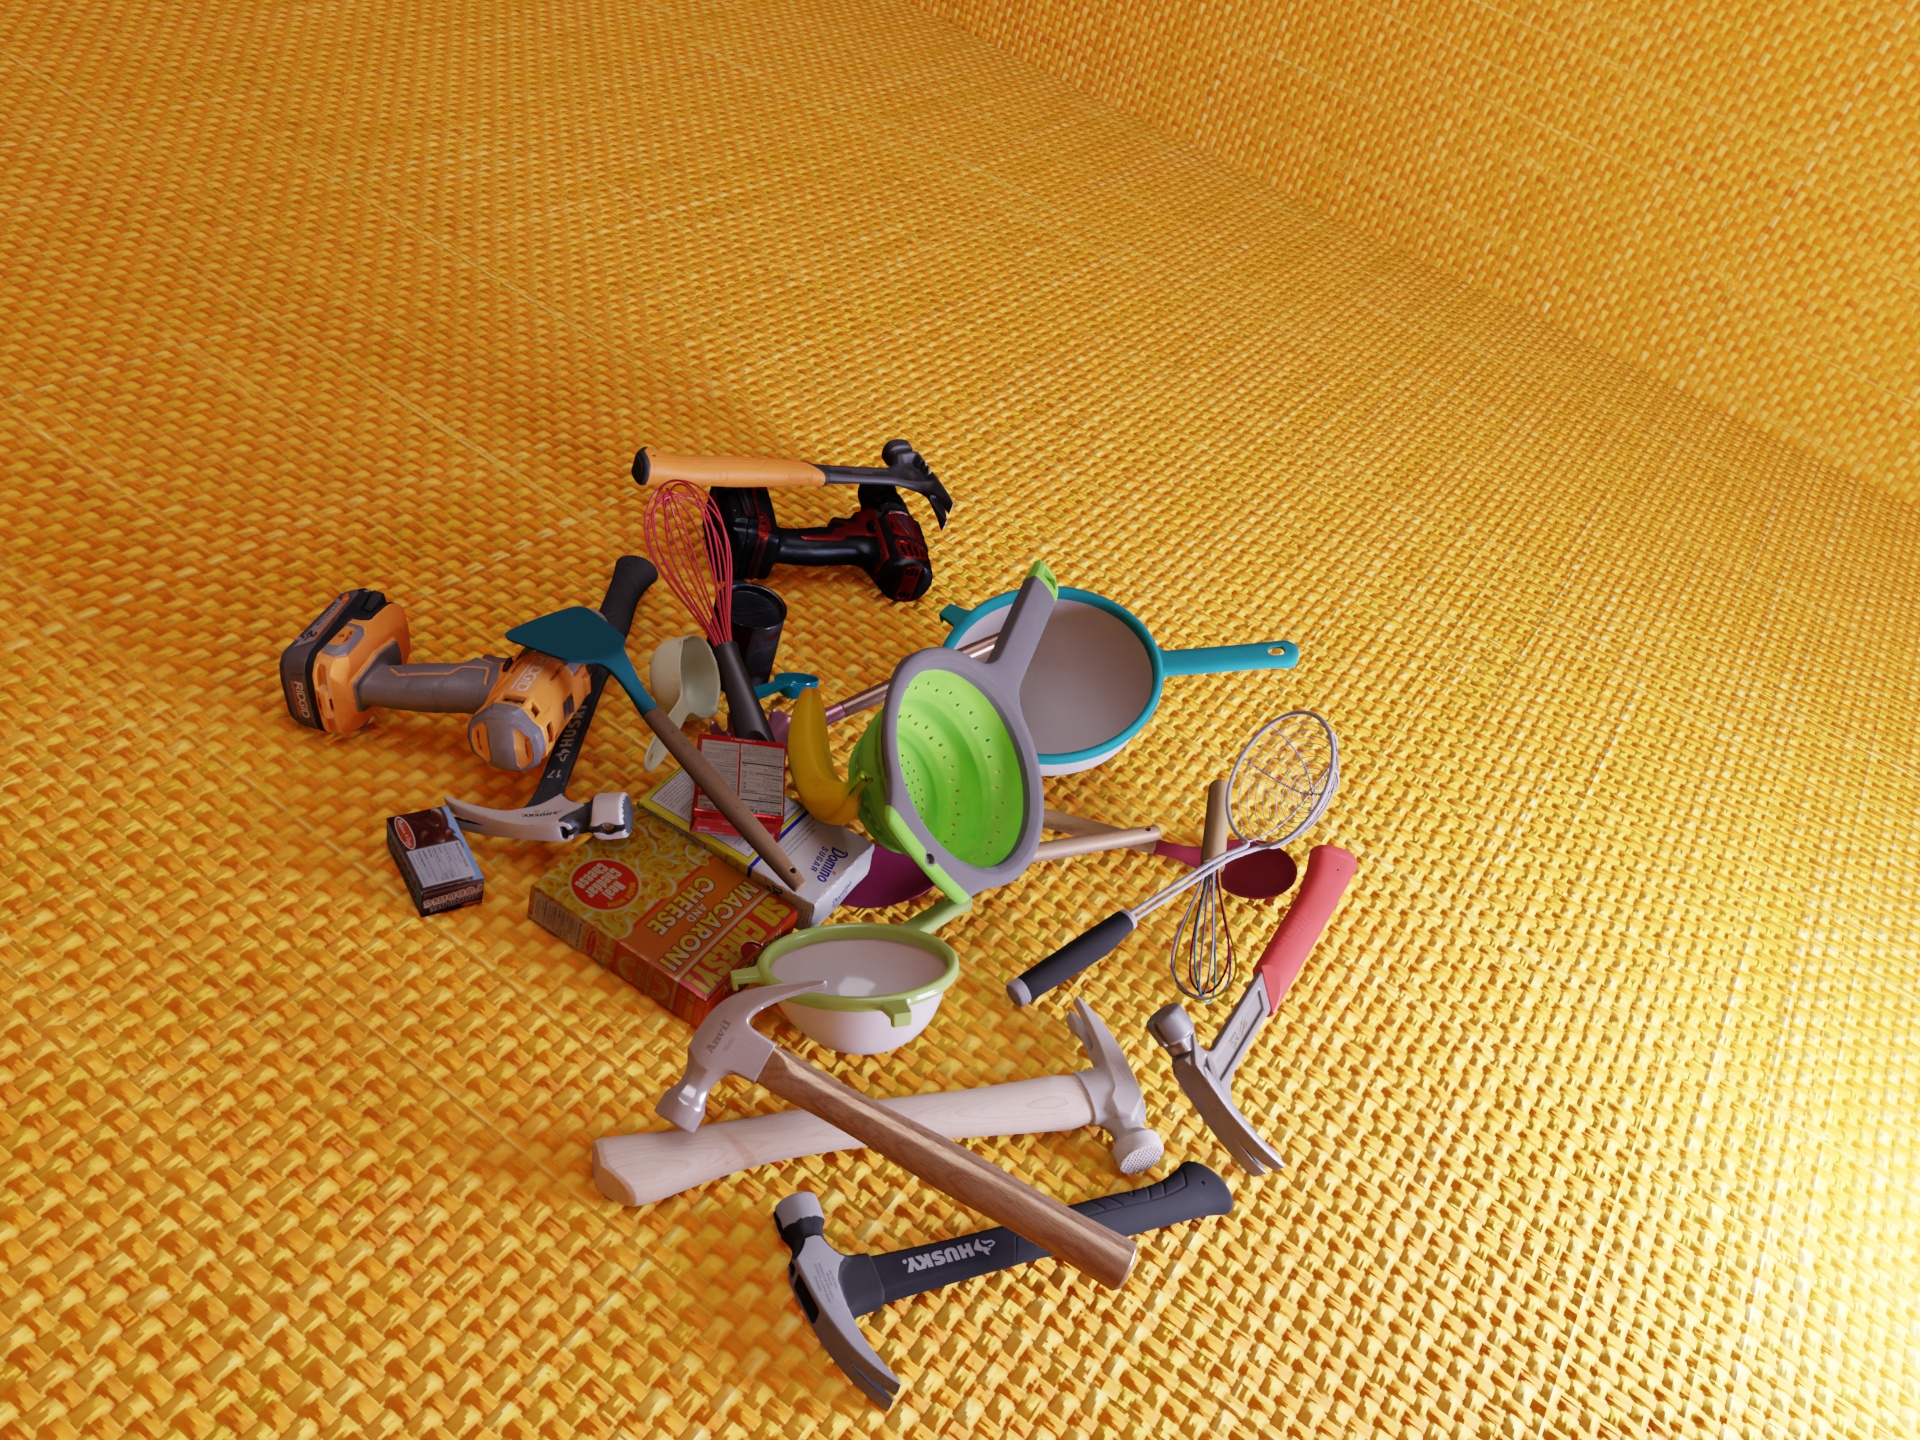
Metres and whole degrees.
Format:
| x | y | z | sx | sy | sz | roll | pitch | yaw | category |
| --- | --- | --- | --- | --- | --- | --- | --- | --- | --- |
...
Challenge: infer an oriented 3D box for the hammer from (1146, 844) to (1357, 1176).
| x | y | z | sx | sy | sz | roll | pitch | yaw | category |
| --- | --- | --- | --- | --- | --- | --- | --- | --- | --- |
| 0.271 | 0.214 | 1.333 | 0.149 | 0.036 | 0.359 | 54 | 39 | -4 | hammer |

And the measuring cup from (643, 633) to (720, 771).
| x | y | z | sx | sy | sz | roll | pitch | yaw | category |
| --- | --- | --- | --- | --- | --- | --- | --- | --- | --- |
| -0.256 | -0.009 | 1.379 | 0.038 | 0.083 | 0.168 | -7 | 35 | 19 | measuring cup |

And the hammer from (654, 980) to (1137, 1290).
| x | y | z | sx | sy | sz | roll | pitch | yaw | category |
| --- | --- | --- | --- | --- | --- | --- | --- | --- | --- |
| -0.031 | 0.285 | 1.073 | 0.331 | 0.031 | 0.130 | 29 | 74 | 1 | hammer |

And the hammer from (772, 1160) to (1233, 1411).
| x | y | z | sx | sy | sz | roll | pitch | yaw | category |
| --- | --- | --- | --- | --- | --- | --- | --- | --- | --- |
| 0.048 | 0.364 | 1.099 | 0.334 | 0.035 | 0.146 | -5 | 44 | -28 | hammer |

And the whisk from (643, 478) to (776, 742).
| x | y | z | sx | sy | sz | roll | pitch | yaw | category |
| --- | --- | --- | --- | --- | --- | --- | --- | --- | --- |
| -0.212 | -0.081 | 1.387 | 0.073 | 0.073 | 0.296 | -10 | 71 | -33 | whisk |

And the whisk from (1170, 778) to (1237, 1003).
| x | y | z | sx | sy | sz | roll | pitch | yaw | category |
| --- | --- | --- | --- | --- | --- | --- | --- | --- | --- |
| 0.223 | 0.146 | 1.396 | 0.051 | 0.047 | 0.245 | 45 | 39 | -28 | whisk |

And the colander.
| x | y | z | sx | sy | sz | roll | pitch | yaw | category |
| --- | --- | --- | --- | --- | --- | --- | --- | --- | --- |
| -0.002 | -0.004 | 1.383 | 0.204 | 0.094 | 0.397 | 51 | 39 | -24 | colander |

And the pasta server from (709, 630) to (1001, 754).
| x | y | z | sx | sy | sz | roll | pitch | yaw | category |
| --- | --- | --- | --- | --- | --- | --- | --- | --- | --- |
| -0.082 | -0.024 | 1.431 | 0.316 | 0.040 | 0.060 | -24 | 66 | -19 | pasta server |

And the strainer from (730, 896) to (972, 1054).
| x | y | z | sx | sy | sz | roll | pitch | yaw | category |
| --- | --- | --- | --- | --- | --- | --- | --- | --- | --- |
| -0.054 | 0.198 | 1.237 | 0.151 | 0.069 | 0.256 | 8 | 14 | 25 | strainer |

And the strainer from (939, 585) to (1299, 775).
| x | y | z | sx | sy | sz | roll | pitch | yaw | category |
| --- | --- | --- | --- | --- | --- | --- | --- | --- | --- |
| 0.147 | -0.027 | 1.510 | 0.340 | 0.095 | 0.211 | -5 | 52 | -2 | strainer |

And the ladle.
| x | y | z | sx | sy | sz | roll | pitch | yaw | category |
| --- | --- | --- | --- | --- | --- | --- | --- | --- | --- |
| 0.152 | 0.109 | 1.451 | 0.315 | 0.031 | 0.069 | 14 | 46 | -4 | ladle |

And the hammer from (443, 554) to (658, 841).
| x | y | z | sx | sy | sz | roll | pitch | yaw | category |
| --- | --- | --- | --- | --- | --- | --- | --- | --- | --- |
| -0.326 | -0.031 | 1.386 | 0.149 | 0.036 | 0.409 | -3 | 35 | 4 | hammer |

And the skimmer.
| x | y | z | sx | sy | sz | roll | pitch | yaw | category |
| --- | --- | --- | --- | --- | --- | --- | --- | --- | --- |
| 0.176 | 0.112 | 1.338 | 0.363 | 0.090 | 0.127 | -30 | 18 | -23 | skimmer |

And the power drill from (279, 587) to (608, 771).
| x | y | z | sx | sy | sz | roll | pitch | yaw | category |
| --- | --- | --- | --- | --- | --- | --- | --- | --- | --- |
| -0.414 | -0.047 | 1.316 | 0.226 | 0.084 | 0.185 | 10 | 38 | 8 | power drill |

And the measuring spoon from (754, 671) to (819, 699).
| x | y | z | sx | sy | sz | roll | pitch | yaw | category |
| --- | --- | --- | --- | --- | --- | --- | --- | --- | --- |
| -0.172 | -0.021 | 1.446 | 0.042 | 0.021 | 0.128 | 12 | 18 | 23 | measuring spoon |

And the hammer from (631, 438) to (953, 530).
| x | y | z | sx | sy | sz | roll | pitch | yaw | category |
| --- | --- | --- | --- | --- | --- | --- | --- | --- | --- |
| -0.168 | -0.244 | 1.602 | 0.336 | 0.034 | 0.127 | -4 | 44 | -35 | hammer |

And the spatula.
| x | y | z | sx | sy | sz | roll | pitch | yaw | category |
| --- | --- | --- | --- | --- | --- | --- | --- | --- | --- |
| -0.230 | 0.019 | 1.255 | 0.317 | 0.044 | 0.082 | 48 | 42 | 11 | spatula |

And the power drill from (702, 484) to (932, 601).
| x | y | z | sx | sy | sz | roll | pitch | yaw | category |
| --- | --- | --- | --- | --- | --- | --- | --- | --- | --- |
| -0.148 | -0.207 | 1.658 | 0.226 | 0.080 | 0.188 | 5 | 41 | -22 | power drill |

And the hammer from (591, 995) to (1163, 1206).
| x | y | z | sx | sy | sz | roll | pitch | yaw | category |
| --- | --- | --- | --- | --- | --- | --- | --- | --- | --- |
| -0.059 | 0.282 | 1.148 | 0.410 | 0.038 | 0.146 | -1 | 42 | -24 | hammer |

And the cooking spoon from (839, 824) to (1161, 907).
| x | y | z | sx | sy | sz | roll | pitch | yaw | category |
| --- | --- | --- | --- | --- | --- | --- | --- | --- | --- |
| 0.034 | 0.120 | 1.376 | 0.318 | 0.017 | 0.069 | -8 | 42 | -23 | cooking spoon |
